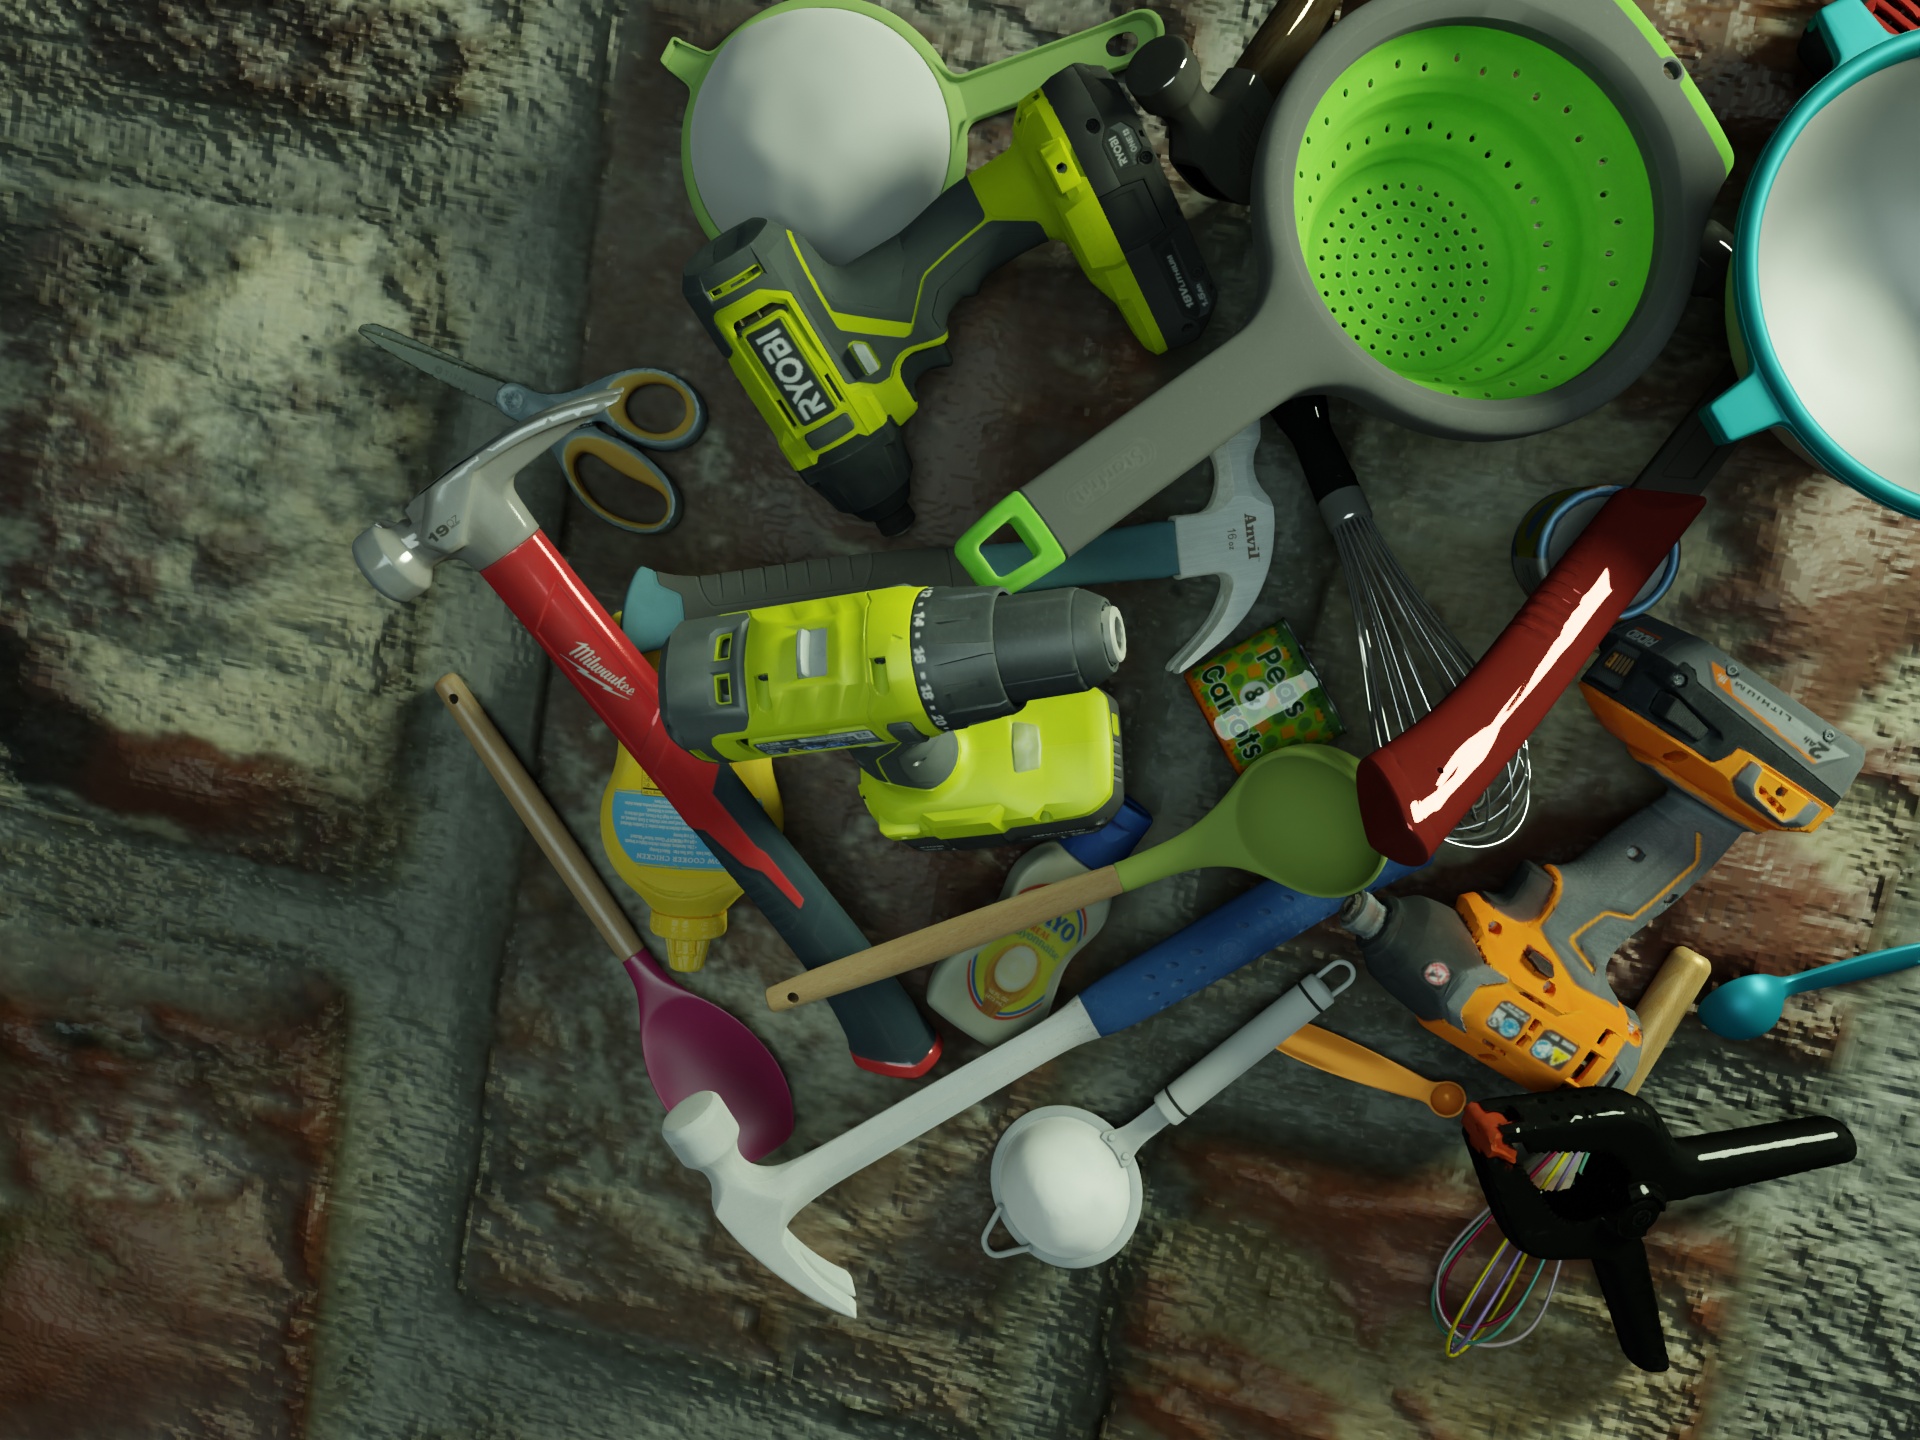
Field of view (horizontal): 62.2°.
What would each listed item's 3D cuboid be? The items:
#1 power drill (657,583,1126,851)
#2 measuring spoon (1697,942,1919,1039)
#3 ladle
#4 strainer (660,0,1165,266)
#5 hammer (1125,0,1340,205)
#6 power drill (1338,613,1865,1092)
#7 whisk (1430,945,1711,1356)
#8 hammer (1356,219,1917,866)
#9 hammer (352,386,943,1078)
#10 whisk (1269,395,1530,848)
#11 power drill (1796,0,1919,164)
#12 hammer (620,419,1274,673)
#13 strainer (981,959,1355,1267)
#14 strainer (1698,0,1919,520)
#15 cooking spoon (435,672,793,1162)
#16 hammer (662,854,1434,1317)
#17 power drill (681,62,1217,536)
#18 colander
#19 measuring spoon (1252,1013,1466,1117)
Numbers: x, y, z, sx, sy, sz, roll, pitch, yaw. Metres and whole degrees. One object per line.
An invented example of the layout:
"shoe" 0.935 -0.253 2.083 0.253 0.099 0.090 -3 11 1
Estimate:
"power drill" -0.001 -0.002 0.721 0.190 0.228 0.080 -7 73 18
"measuring spoon" 0.435 0.135 0.792 0.128 0.021 0.042 -16 137 4
"ladle" 0.053 0.089 0.773 0.320 0.062 0.078 -20 102 6
"strainer" -0.025 -0.305 0.784 0.256 0.069 0.151 -15 94 10
"hammer" 0.198 -0.388 0.738 0.031 0.129 0.331 32 89 40
"power drill" 0.299 0.065 0.769 0.164 0.084 0.226 31 102 -10
"whisk" 0.314 0.224 0.820 0.047 0.051 0.245 27 96 -20
"hammer" 0.298 -0.068 0.705 0.149 0.036 0.359 42 71 3
"hammer" -0.113 0.026 0.781 0.143 0.038 0.386 -33 111 9
"whisk" 0.196 -0.072 0.756 0.070 0.070 0.285 -21 71 9
"power drill" 0.523 -0.322 0.710 0.188 0.080 0.226 45 103 1
"hammer" -0.006 -0.073 0.796 0.331 0.033 0.128 -8 96 -4
"strainer" 0.104 0.208 0.840 0.258 0.050 0.087 -40 74 8
"strainer" 0.479 -0.161 0.690 0.340 0.095 0.211 17 87 -2
"cooking spoon" -0.195 0.108 0.880 0.069 0.017 0.319 -34 92 9
"hammer" 0.059 0.161 0.814 0.405 0.035 0.144 -30 108 1
"power drill" 0.002 -0.199 0.776 0.223 0.080 0.171 -26 122 11
"colander" 0.158 -0.176 0.727 0.397 0.094 0.204 -36 92 -8
"measuring spoon" 0.210 0.180 0.842 0.117 0.011 0.021 21 97 8
